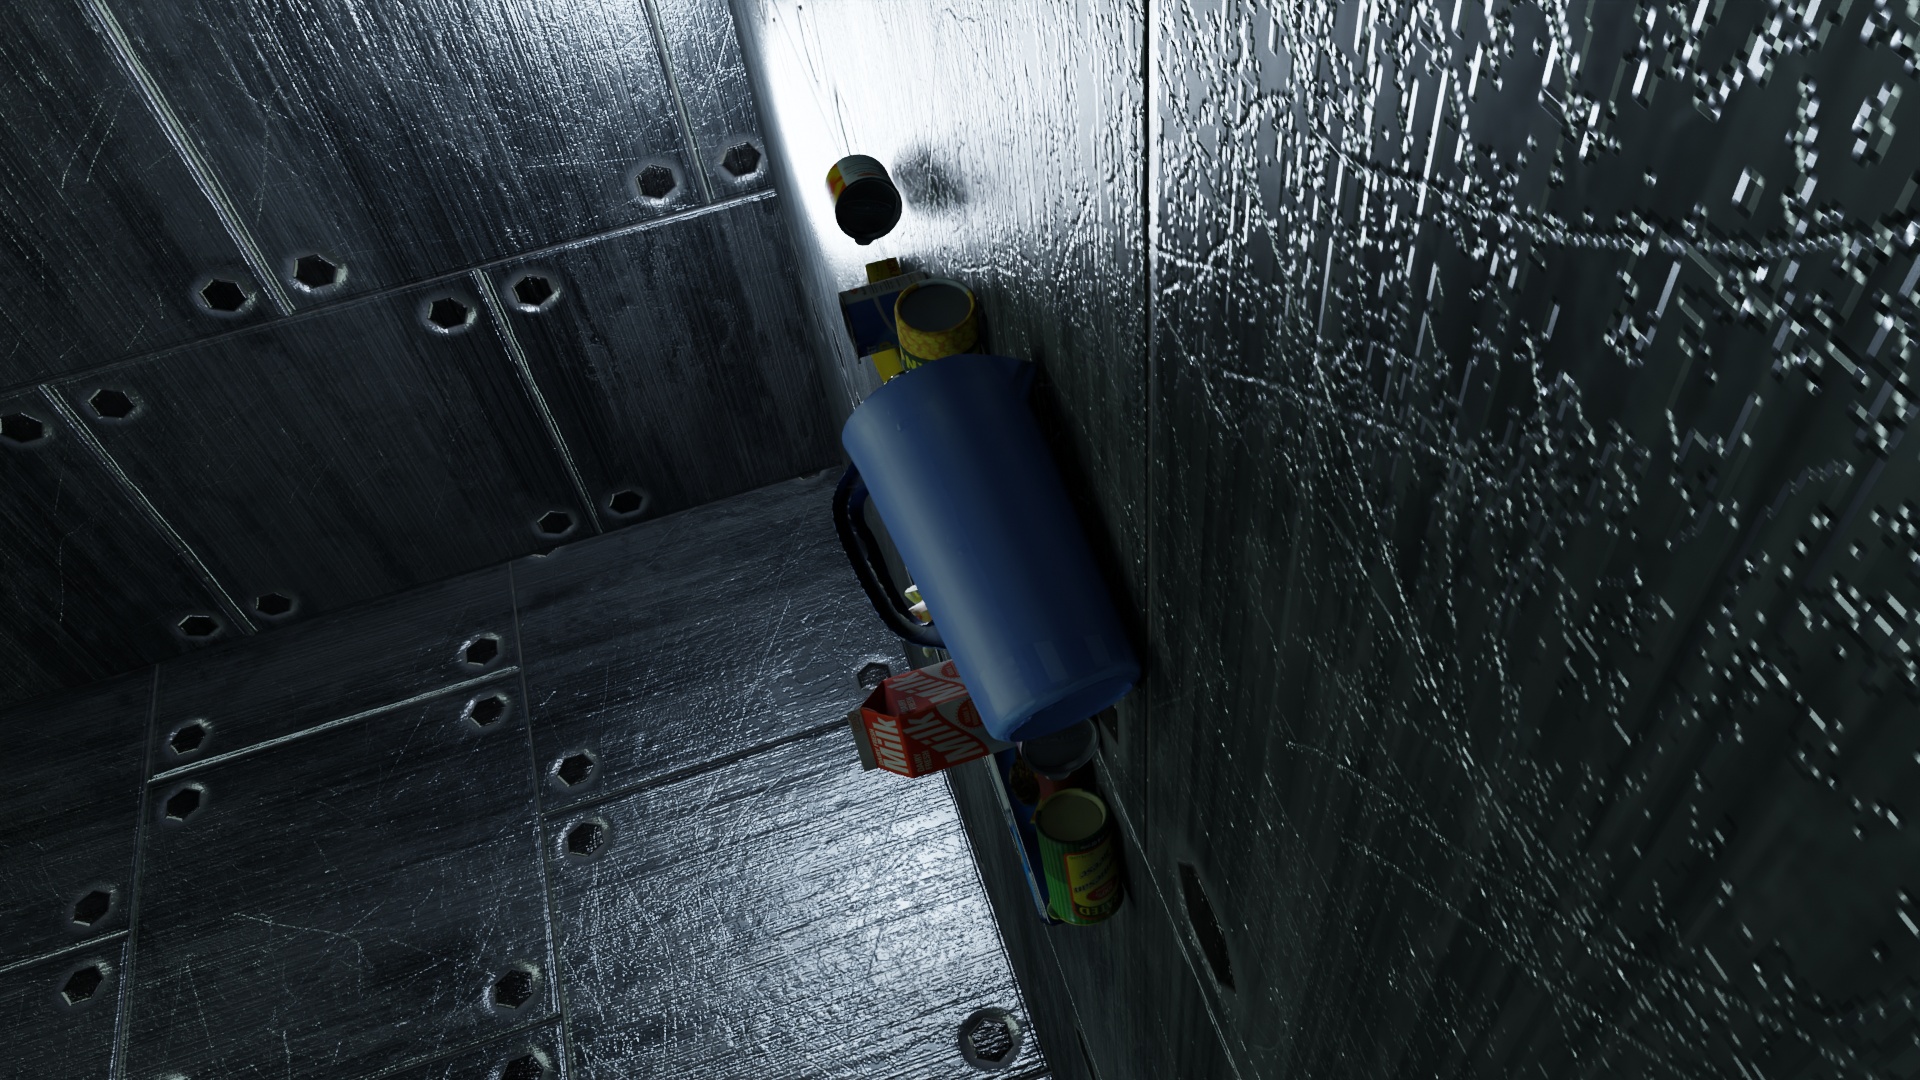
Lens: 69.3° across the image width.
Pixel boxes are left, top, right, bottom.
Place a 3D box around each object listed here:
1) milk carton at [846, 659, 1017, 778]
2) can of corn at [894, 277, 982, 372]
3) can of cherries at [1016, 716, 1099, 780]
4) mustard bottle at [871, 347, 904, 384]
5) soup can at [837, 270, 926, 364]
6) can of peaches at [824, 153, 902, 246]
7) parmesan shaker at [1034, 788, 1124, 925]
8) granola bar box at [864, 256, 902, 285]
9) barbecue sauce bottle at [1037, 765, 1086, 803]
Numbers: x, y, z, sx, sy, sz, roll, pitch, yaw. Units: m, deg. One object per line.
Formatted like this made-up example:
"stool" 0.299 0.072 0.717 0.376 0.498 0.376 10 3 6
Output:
"milk carton" -0.007 0.161 1.303 0.074 0.191 0.072 -121 15 -63
"can of corn" -0.017 -0.164 1.101 0.058 0.071 0.071 83 169 -53
"can of cherries" 0.073 0.151 1.139 0.058 0.071 0.071 -117 12 -57
"mustard bottle" -0.053 -0.179 1.403 0.048 0.065 0.160 -19 93 44
"soup can" -0.068 -0.215 1.335 0.071 0.084 0.071 166 87 -84
"can of peaches" -0.095 -0.329 1.340 0.058 0.071 0.071 -113 9 -48
"parmesan shaker" 0.101 0.276 1.207 0.071 0.071 0.102 -116 12 -55
"granola bar box" -0.069 -0.217 1.537 0.165 0.039 0.124 92 161 -70
"barbecue sauce bottle" 0.094 0.229 1.271 0.147 0.044 0.065 79 177 -47
